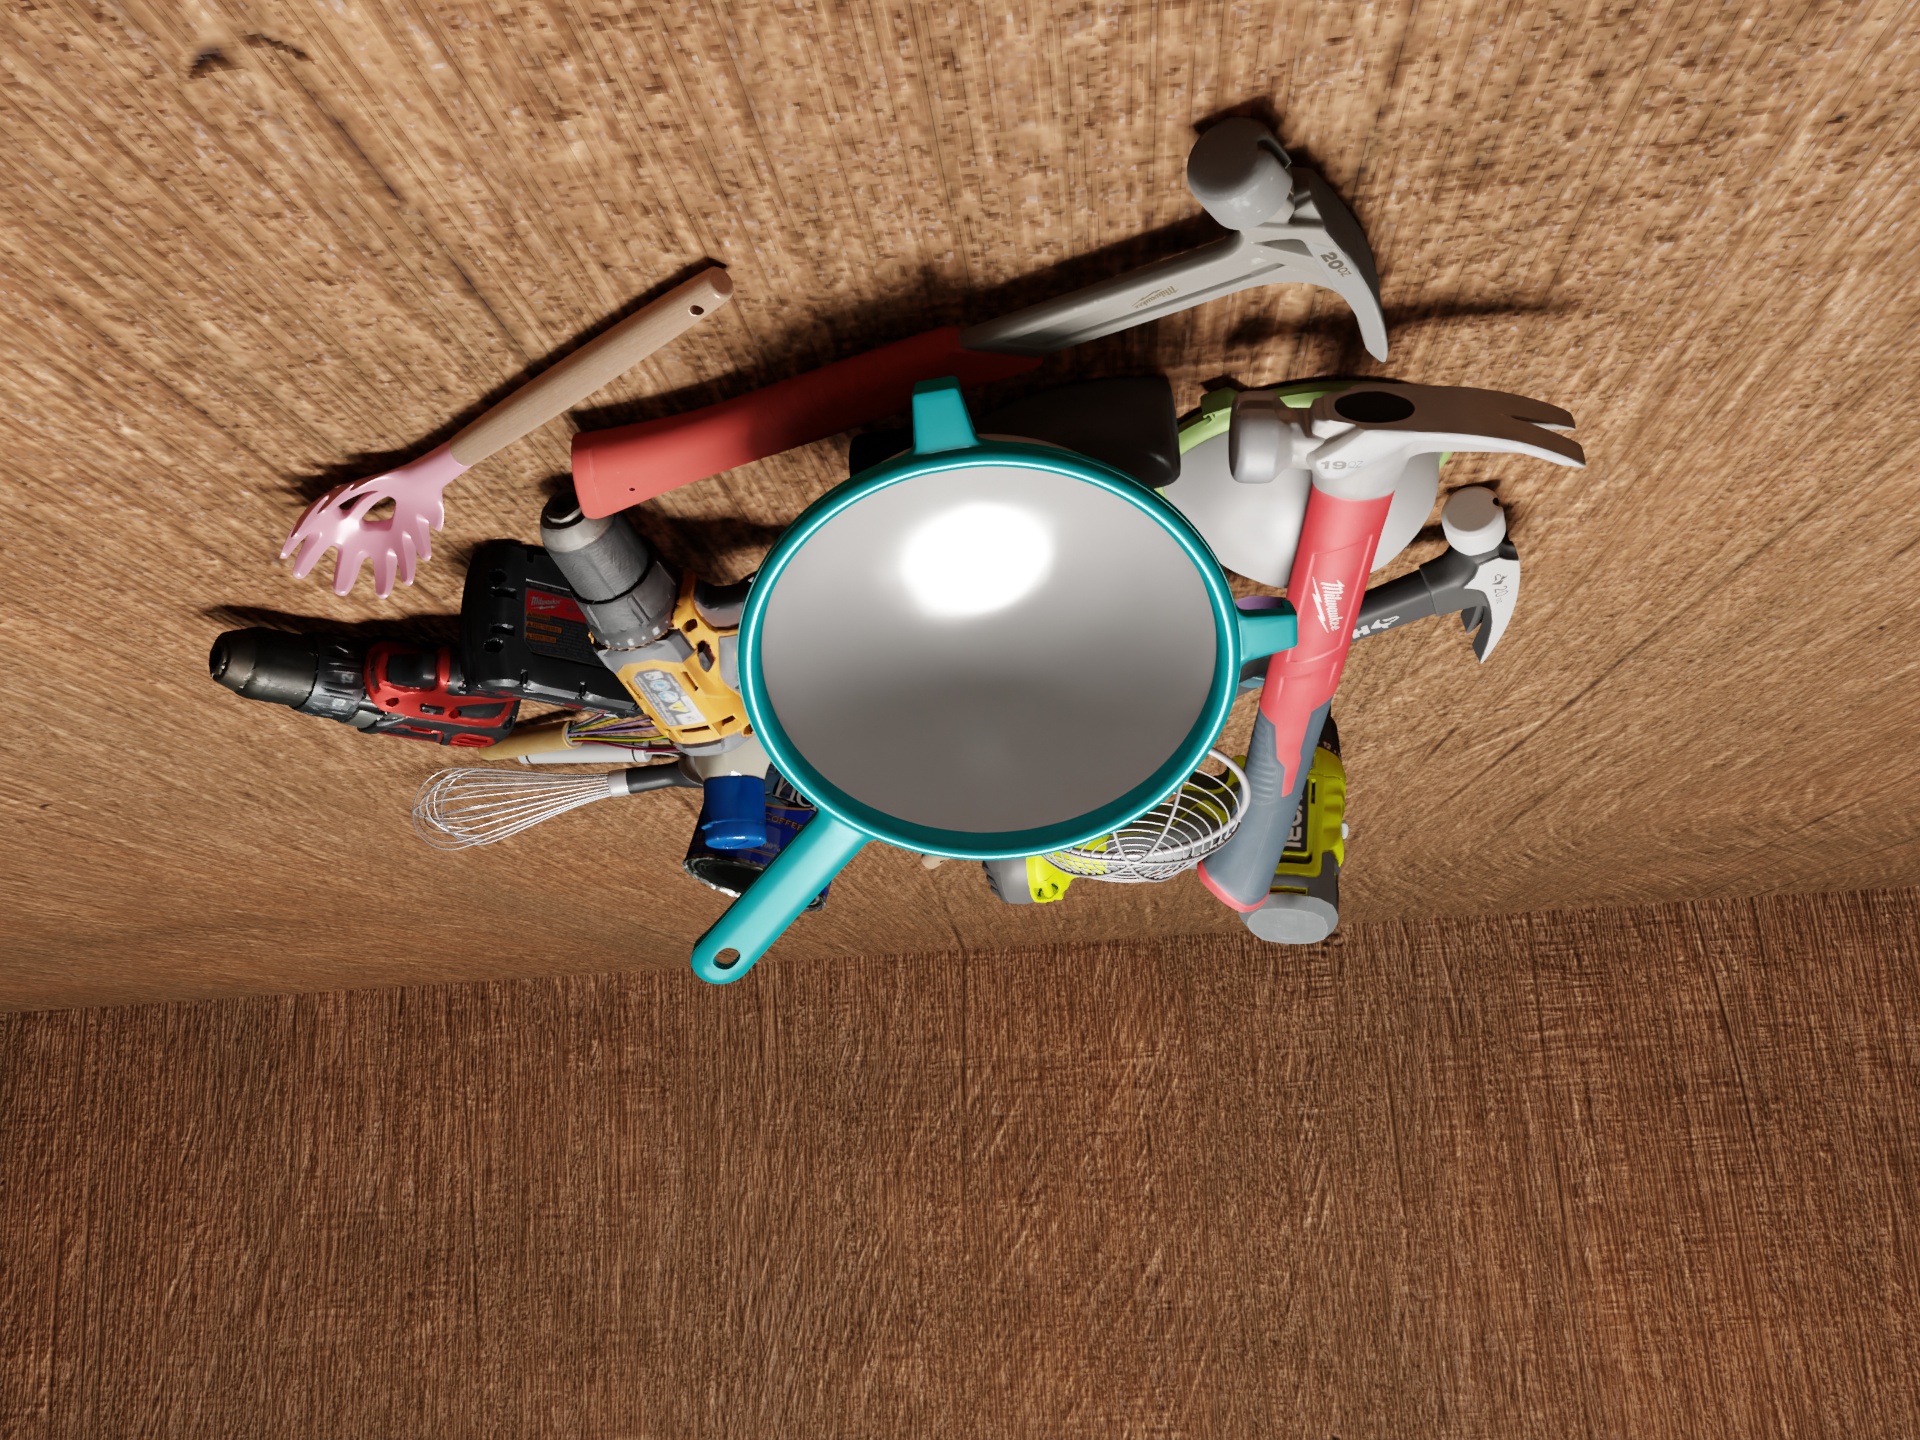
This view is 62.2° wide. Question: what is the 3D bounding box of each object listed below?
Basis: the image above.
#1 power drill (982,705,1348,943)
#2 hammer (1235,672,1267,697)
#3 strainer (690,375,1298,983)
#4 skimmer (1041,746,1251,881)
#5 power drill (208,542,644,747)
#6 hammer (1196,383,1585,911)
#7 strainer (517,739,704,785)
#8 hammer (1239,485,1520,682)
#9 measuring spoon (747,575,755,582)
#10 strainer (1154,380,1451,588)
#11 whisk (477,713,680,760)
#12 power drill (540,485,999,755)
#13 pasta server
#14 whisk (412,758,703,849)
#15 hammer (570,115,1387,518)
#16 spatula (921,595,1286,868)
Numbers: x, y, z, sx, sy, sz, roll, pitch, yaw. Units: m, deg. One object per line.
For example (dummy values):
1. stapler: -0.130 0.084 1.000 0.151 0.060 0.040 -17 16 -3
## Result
1. power drill: 0.137 0.045 1.043 0.228 0.191 0.080 1 148 14
2. hammer: 0.144 -0.001 1.233 0.128 0.033 0.331 5 163 -25
3. strainer: -0.026 -0.005 0.730 0.210 0.095 0.340 30 123 -21
4. skimmer: -0.001 -0.003 0.918 0.364 0.090 0.127 28 167 41
5. power drill: -0.305 -0.036 0.927 0.227 0.080 0.187 -12 163 41
6. hammer: 0.185 -0.013 0.799 0.143 0.038 0.386 1 144 1
7. strainer: -0.238 0.021 1.224 0.258 0.050 0.087 -1 -150 13
8. hammer: 0.161 -0.031 0.938 0.335 0.035 0.146 -21 150 14
9. measuring spoon: -0.082 -0.035 0.918 0.018 0.124 0.034 -31 169 -45
10. strainer: 0.155 -0.088 0.825 0.151 0.069 0.256 1 163 -15
11. whisk: -0.266 0.006 1.166 0.245 0.047 0.051 -8 153 34
12. power drill: -0.088 -0.063 0.815 0.226 0.084 0.185 -8 142 16
13. pasta server: -0.203 -0.120 0.692 0.316 0.040 0.060 -18 149 41
14. whisk: -0.314 0.055 1.319 0.284 0.070 0.070 -9 165 0
15. hammer: -0.013 -0.141 0.657 0.359 0.037 0.149 -12 163 29
16. spatula: 0.072 0.014 0.927 0.059 0.018 0.316 0 151 -42
